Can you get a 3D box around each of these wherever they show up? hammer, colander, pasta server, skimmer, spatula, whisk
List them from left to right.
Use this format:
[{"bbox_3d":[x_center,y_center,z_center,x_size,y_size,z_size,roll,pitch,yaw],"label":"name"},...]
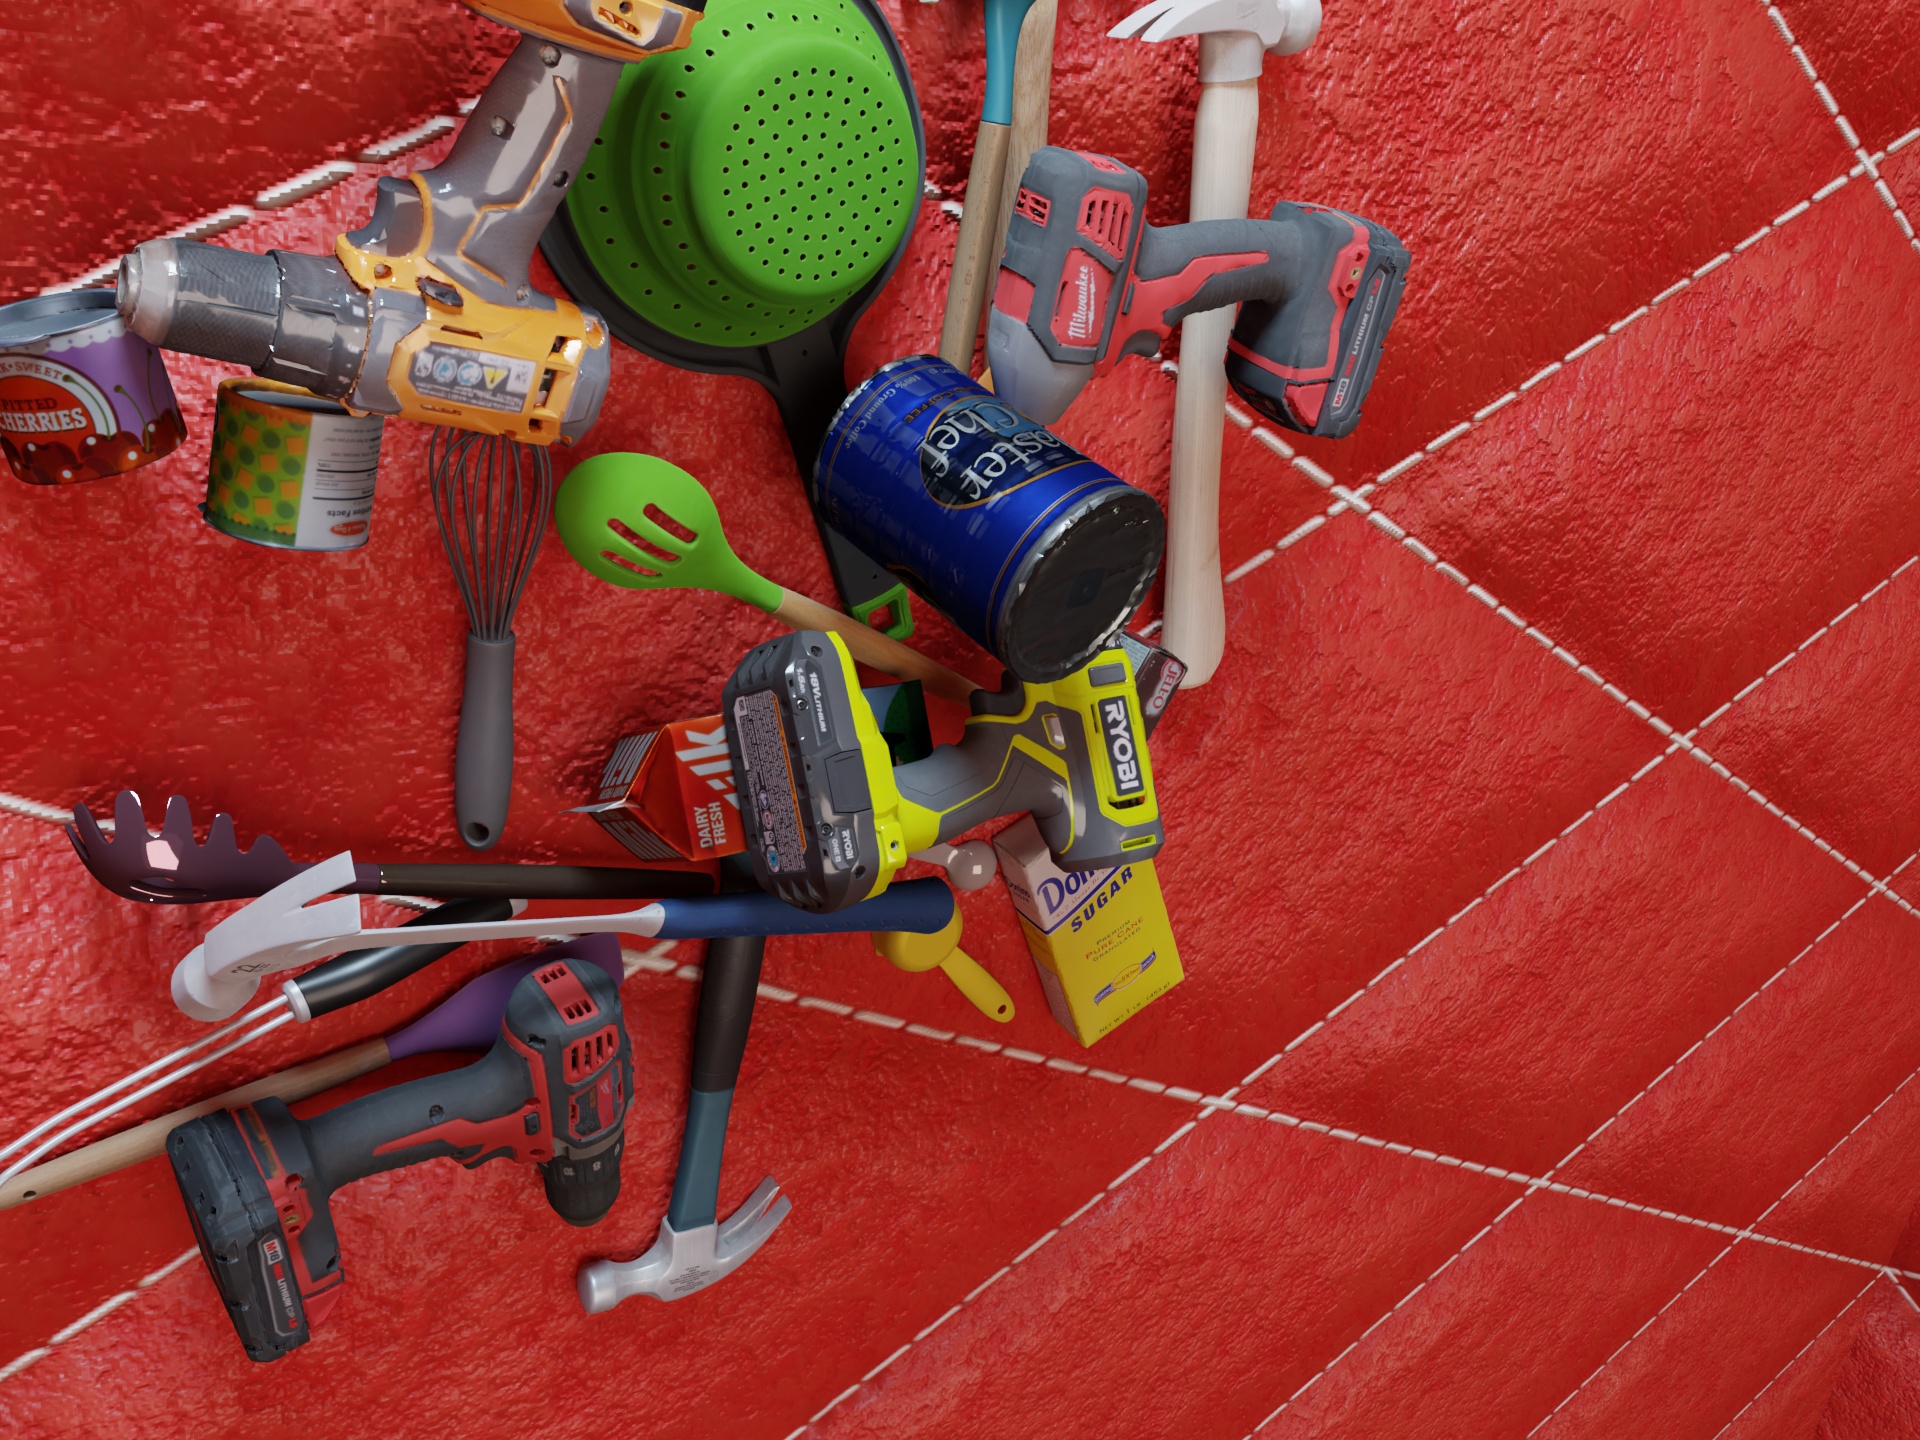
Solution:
[{"bbox_3d":[-0.386,0.147,0.754,0.363,0.090,0.127,-28,134,-34],"label":"skimmer"},{"bbox_3d":[-0.322,0.182,0.824,0.316,0.018,0.059,-18,125,-28],"label":"spatula"},{"bbox_3d":[-0.262,0.071,0.783,0.316,0.040,0.060,6,150,-39],"label":"pasta server"},{"bbox_3d":[-0.228,-0.039,0.761,0.055,0.055,0.238,-7,121,-32],"label":"whisk"},{"bbox_3d":[-0.162,0.101,0.805,0.405,0.035,0.144,2,156,-42],"label":"hammer"},{"bbox_3d":[-0.147,0.205,0.950,0.128,0.033,0.331,-2,114,-34],"label":"hammer"},{"bbox_3d":[-0.067,-0.187,0.764,0.204,0.095,0.396,-31,127,-19],"label":"colander"},{"bbox_3d":[0.018,-0.263,0.777,0.082,0.044,0.317,-9,120,-40],"label":"spatula"},{"bbox_3d":[0.028,-0.262,0.835,0.130,0.031,0.331,-14,120,-30],"label":"hammer"},{"bbox_3d":[0.136,-0.201,0.925,0.146,0.038,0.410,-27,129,-39],"label":"hammer"}]

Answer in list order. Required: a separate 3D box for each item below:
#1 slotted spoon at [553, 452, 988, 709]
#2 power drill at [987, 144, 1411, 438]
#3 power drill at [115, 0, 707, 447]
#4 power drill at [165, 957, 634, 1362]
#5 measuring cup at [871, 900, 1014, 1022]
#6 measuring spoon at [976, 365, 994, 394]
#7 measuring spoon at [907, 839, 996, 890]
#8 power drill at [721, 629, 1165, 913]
[{"bbox_3d":[-0.078,-0.056,0.832,0.070,0.031,0.313,-43,141,19],"label":"slotted spoon"},{"bbox_3d":[0.115,-0.208,0.823,0.219,0.079,0.143,-2,120,-31],"label":"power drill"},{"bbox_3d":[-0.204,-0.221,0.605,0.185,0.084,0.226,4,121,-38],"label":"power drill"},{"bbox_3d":[-0.277,0.239,0.840,0.226,0.080,0.187,-22,135,-32],"label":"power drill"},{"bbox_3d":[0.000,0.161,1.032,0.062,0.029,0.156,-46,128,-7],"label":"measuring cup"},{"bbox_3d":[0.026,-0.183,0.845,0.117,0.011,0.021,-51,130,2],"label":"measuring spoon"},{"bbox_3d":[-0.021,0.081,0.985,0.124,0.018,0.034,24,98,-40],"label":"measuring spoon"},{"bbox_3d":[-0.001,-0.003,0.828,0.228,0.080,0.190,-10,89,-34],"label":"power drill"}]
